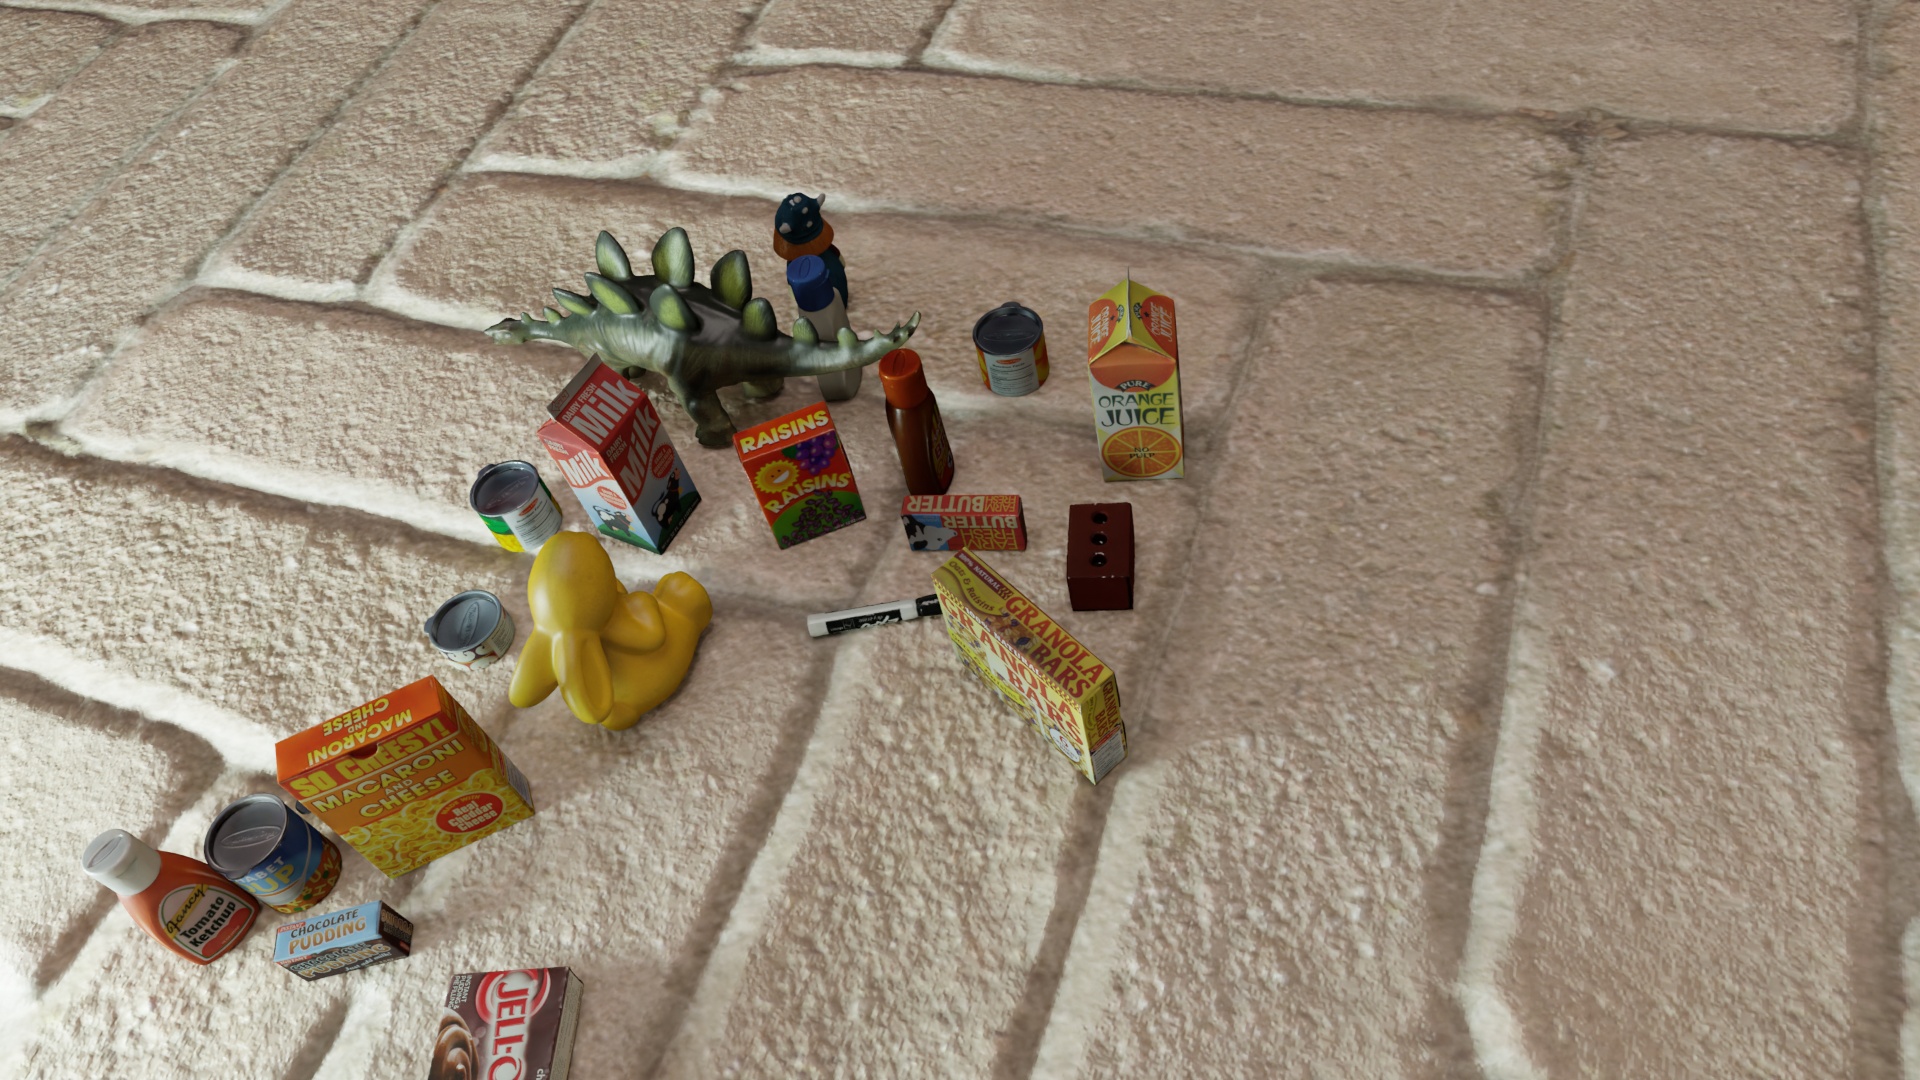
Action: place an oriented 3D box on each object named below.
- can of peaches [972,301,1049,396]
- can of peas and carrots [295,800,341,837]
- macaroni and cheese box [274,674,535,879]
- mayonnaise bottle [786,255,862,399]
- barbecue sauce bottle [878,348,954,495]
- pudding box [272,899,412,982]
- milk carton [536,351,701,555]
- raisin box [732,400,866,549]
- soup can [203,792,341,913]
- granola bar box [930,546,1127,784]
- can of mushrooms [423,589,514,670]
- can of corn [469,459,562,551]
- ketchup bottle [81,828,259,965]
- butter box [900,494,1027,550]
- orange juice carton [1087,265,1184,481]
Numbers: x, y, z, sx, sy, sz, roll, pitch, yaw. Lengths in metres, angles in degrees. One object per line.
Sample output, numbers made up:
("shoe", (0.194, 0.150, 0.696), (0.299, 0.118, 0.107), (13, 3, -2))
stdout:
("can of peaches", (0.049, -0.179, 1.305), (0.071, 0.057, 0.071), (-6, 52, 8))
("can of peas and carrots", (-0.493, 0.204, 1.124), (0.071, 0.058, 0.071), (-6, 52, 8))
("macaroni and cheese box", (-0.417, 0.183, 1.056), (0.124, 0.165, 0.040), (-24, 52, -7))
("mayonnaise bottle", (-0.127, -0.201, 1.302), (0.041, 0.147, 0.065), (-3, 53, 10))
("barbecue sauce bottle", (-0.039, -0.103, 1.208), (0.044, 0.147, 0.065), (0, 53, 12))
("pudding box", (-0.466, 0.302, 1.049), (0.084, 0.049, 0.030), (-14, 52, 1))
("milk carton", (-0.303, -0.077, 1.216), (0.073, 0.189, 0.073), (18, 59, 23))
("raisin box", (-0.138, -0.056, 1.208), (0.086, 0.122, 0.040), (-20, 52, -3))
("soup can", (-0.535, 0.248, 1.084), (0.071, 0.083, 0.072), (-6, 52, 8))
("granola bar box", (0.053, 0.094, 1.052), (0.039, 0.123, 0.166), (-38, 55, -17))
("can of mushrooms", (-0.432, 0.079, 1.223), (0.071, 0.033, 0.071), (-6, 52, 8))
("can of corn", (-0.413, -0.033, 1.290), (0.071, 0.058, 0.071), (-6, 52, 8))
("ketchup bottle", (-0.595, 0.264, 1.043), (0.043, 0.148, 0.065), (25, 62, 27))
("butter box", (0.004, -0.015, 1.192), (0.103, 0.053, 0.024), (0, 53, 12))
("orange juice carton", (0.148, -0.137, 1.166), (0.073, 0.191, 0.072), (-2, 53, 10))
